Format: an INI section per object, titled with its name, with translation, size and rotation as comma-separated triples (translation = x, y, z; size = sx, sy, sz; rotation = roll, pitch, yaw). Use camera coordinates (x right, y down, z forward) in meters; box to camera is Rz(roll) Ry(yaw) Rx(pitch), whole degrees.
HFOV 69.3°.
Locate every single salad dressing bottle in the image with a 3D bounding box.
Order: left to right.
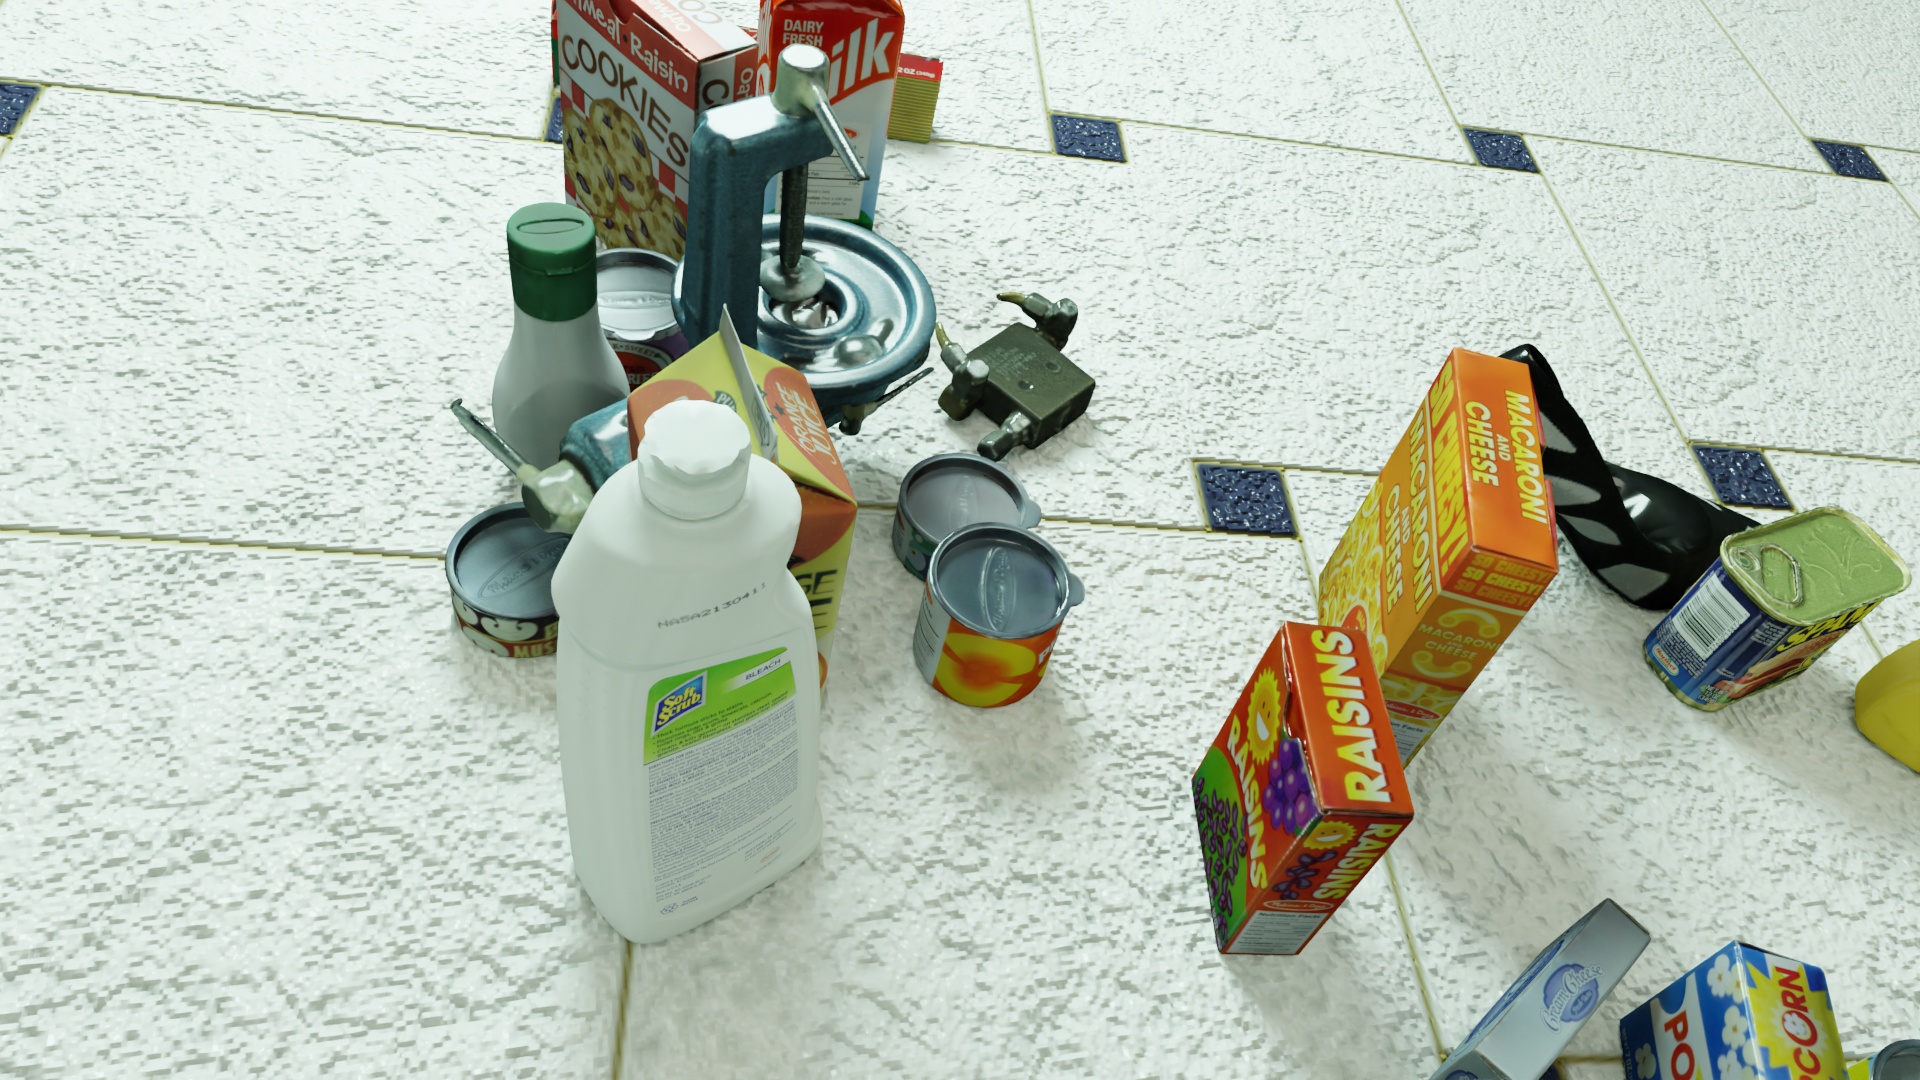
[salad dressing bottle]
translation = -0.184, -0.085, 0.637
size = 0.064, 0.146, 0.044
rotation = -9, 53, -20

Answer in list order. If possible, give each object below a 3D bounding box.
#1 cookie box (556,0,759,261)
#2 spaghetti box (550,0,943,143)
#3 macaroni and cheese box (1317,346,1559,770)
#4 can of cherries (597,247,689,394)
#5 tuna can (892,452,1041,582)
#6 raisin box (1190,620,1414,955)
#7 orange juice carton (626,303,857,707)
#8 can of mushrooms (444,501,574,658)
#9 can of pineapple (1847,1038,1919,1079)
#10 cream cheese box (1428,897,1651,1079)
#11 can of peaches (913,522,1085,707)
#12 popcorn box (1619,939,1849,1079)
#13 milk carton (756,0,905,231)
[cookie box]
translation = -0.165, -0.217, 0.741
size = 0.040, 0.166, 0.123
rotation = -32, 63, -33
[spaghetti box]
translation = -0.138, -0.303, 0.898
size = 0.250, 0.049, 0.029
rotation = 7, 49, -7
[macaroni and cheese box]
translation = 0.210, 0.015, 0.631
size = 0.040, 0.165, 0.124
rotation = 14, 49, -1
[can of cherries]
translation = -0.170, -0.107, 0.718
size = 0.071, 0.058, 0.072
rotation = 7, 49, -8
[tuna can]
translation = 0.002, -0.009, 0.692
size = 0.071, 0.032, 0.071
rotation = 7, 49, -8
[raisin box]
translation = 0.134, 0.104, 0.567
size = 0.040, 0.122, 0.086
rotation = 6, 49, -8
[orange juice carton]
translation = -0.091, 0.000, 0.557
size = 0.073, 0.191, 0.072
rotation = -9, 53, -20
[can of mushrooms]
translation = -0.193, 0.019, 0.622
size = 0.071, 0.033, 0.071
rotation = 7, 49, -8
[can of pineapple]
translation = 0.374, 0.241, 0.549
size = 0.071, 0.057, 0.071
rotation = 7, 49, -8
[cream cheese box]
translation = 0.232, 0.192, 0.560
size = 0.104, 0.053, 0.024
rotation = -30, 62, -32
[can of peaches]
translation = 0.016, 0.035, 0.640
size = 0.071, 0.057, 0.071
rotation = 7, 49, -8
[popcorn box]
translation = 0.294, 0.229, 0.522
size = 0.038, 0.084, 0.127
rotation = 15, 49, 0
[milk carton]
translation = -0.078, -0.270, 0.791
size = 0.073, 0.189, 0.073
rotation = -1, 51, -14
